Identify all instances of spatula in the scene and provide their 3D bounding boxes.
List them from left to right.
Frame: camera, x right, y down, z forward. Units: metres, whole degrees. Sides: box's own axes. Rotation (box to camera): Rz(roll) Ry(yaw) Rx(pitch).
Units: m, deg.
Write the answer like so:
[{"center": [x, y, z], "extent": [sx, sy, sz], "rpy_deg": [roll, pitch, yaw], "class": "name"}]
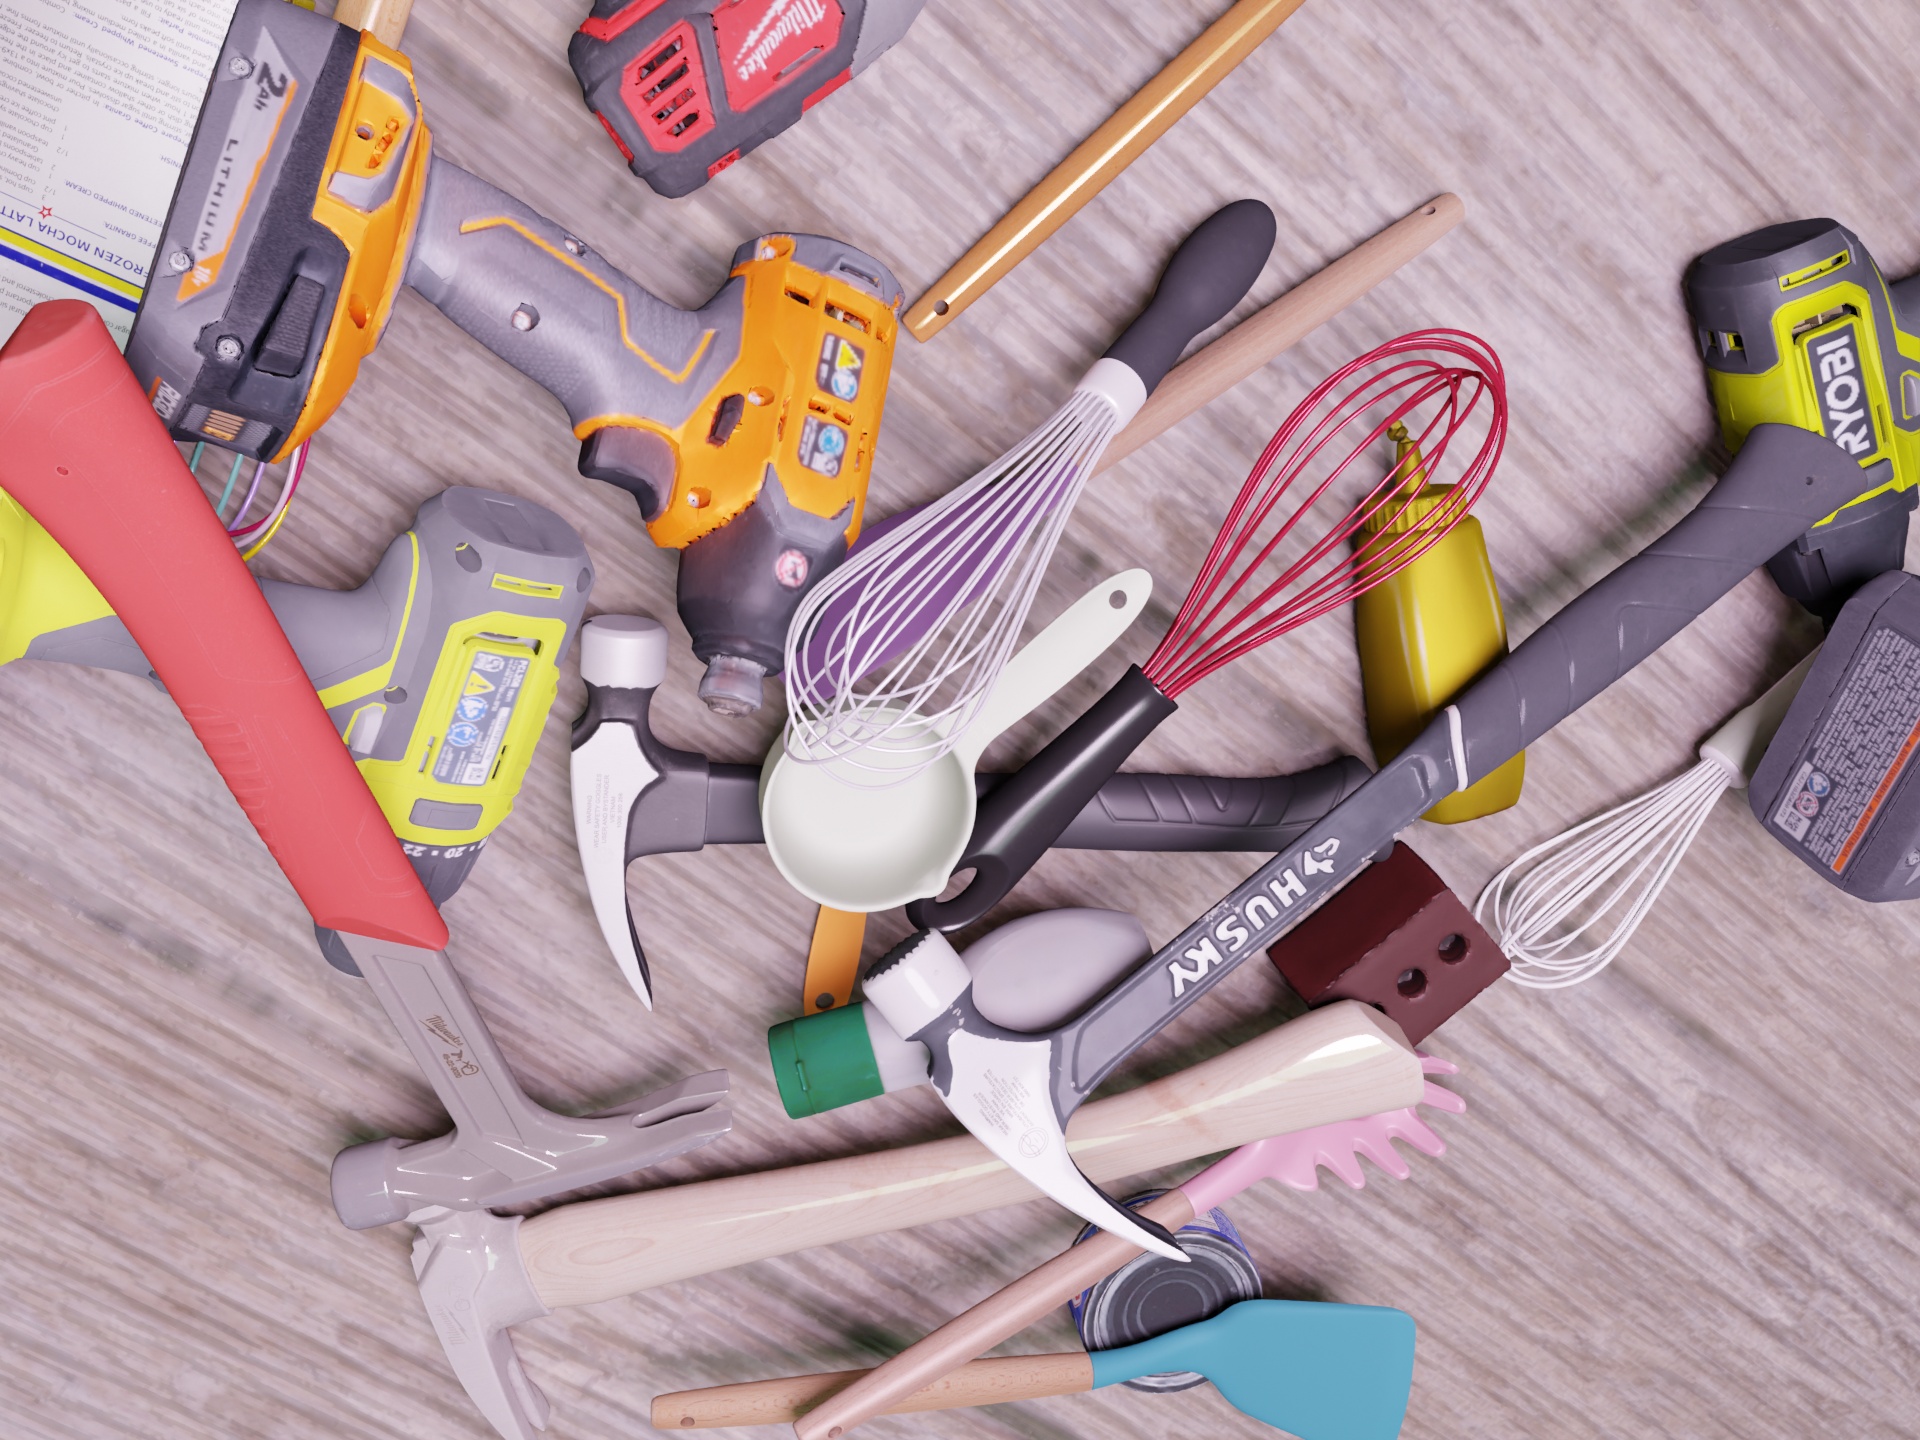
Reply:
[{"center": [0.032, 0.281, 0.666], "extent": [0.317, 0.044, 0.082], "rpy_deg": [-1, 111, -11], "class": "spatula"}, {"center": [0.060, -0.109, 0.588], "extent": [0.316, 0.060, 0.018], "rpy_deg": [-35, 143, -7], "class": "spatula"}, {"center": [0.102, -0.250, 0.574], "extent": [0.322, 0.041, 0.081], "rpy_deg": [-41, 108, 8], "class": "spatula"}]

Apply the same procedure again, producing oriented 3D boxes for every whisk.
[{"center": [-0.221, -0.164, 0.536], "extent": [0.047, 0.051, 0.245], "rpy_deg": [18, 98, -30], "class": "whisk"}, {"center": [0.032, -0.089, 0.541], "extent": [0.070, 0.070, 0.285], "rpy_deg": [47, 64, -19], "class": "whisk"}, {"center": [0.086, -0.026, 0.580], "extent": [0.073, 0.073, 0.296], "rpy_deg": [42, 99, -18], "class": "whisk"}, {"center": [0.321, 0.025, 0.685], "extent": [0.246, 0.059, 0.057], "rpy_deg": [-42, 145, 0], "class": "whisk"}]

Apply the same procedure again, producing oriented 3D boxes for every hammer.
[{"center": [-0.187, 0.038, 0.500], "extent": [0.149, 0.037, 0.358], "rpy_deg": [-15, 129, -3], "class": "hammer"}, {"center": [-0.015, 0.196, 0.649], "extent": [0.410, 0.038, 0.146], "rpy_deg": [-14, 110, 3], "class": "hammer"}, {"center": [0.017, 0.040, 0.628], "extent": [0.334, 0.035, 0.146], "rpy_deg": [2, 106, -14], "class": "hammer"}, {"center": [0.168, 0.027, 0.579], "extent": [0.409, 0.036, 0.149], "rpy_deg": [-38, 93, -4], "class": "hammer"}]

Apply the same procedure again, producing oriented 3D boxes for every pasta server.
[{"center": [0.076, 0.219, 0.665], "extent": [0.316, 0.040, 0.060], "rpy_deg": [-25, 116, -18], "class": "pasta server"}]

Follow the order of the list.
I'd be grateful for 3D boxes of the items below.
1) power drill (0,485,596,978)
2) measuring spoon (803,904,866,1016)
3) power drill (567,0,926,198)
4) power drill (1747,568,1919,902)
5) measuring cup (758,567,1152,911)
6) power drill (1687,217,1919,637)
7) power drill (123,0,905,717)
[{"center": [-0.253, 0.002, 0.525], "extent": [0.228, 0.080, 0.190], "rpy_deg": [9, 116, -38], "class": "power drill"}, {"center": [-0.049, 0.076, 0.651], "extent": [0.021, 0.011, 0.117], "rpy_deg": [7, 109, -15], "class": "measuring spoon"}, {"center": [-0.100, -0.295, 0.498], "extent": [0.143, 0.079, 0.219], "rpy_deg": [-34, 112, 2], "class": "power drill"}, {"center": [0.447, -0.022, 0.633], "extent": [0.226, 0.084, 0.185], "rpy_deg": [-7, 128, -23], "class": "power drill"}, {"center": [-0.001, -0.002, 0.575], "extent": [0.167, 0.038, 0.083], "rpy_deg": [-40, 111, -2], "class": "measuring cup"}, {"center": [0.417, -0.142, 0.635], "extent": [0.223, 0.080, 0.171], "rpy_deg": [-23, 109, 1], "class": "power drill"}, {"center": [-0.129, -0.102, 0.497], "extent": [0.226, 0.084, 0.164], "rpy_deg": [18, 74, -31], "class": "power drill"}]
